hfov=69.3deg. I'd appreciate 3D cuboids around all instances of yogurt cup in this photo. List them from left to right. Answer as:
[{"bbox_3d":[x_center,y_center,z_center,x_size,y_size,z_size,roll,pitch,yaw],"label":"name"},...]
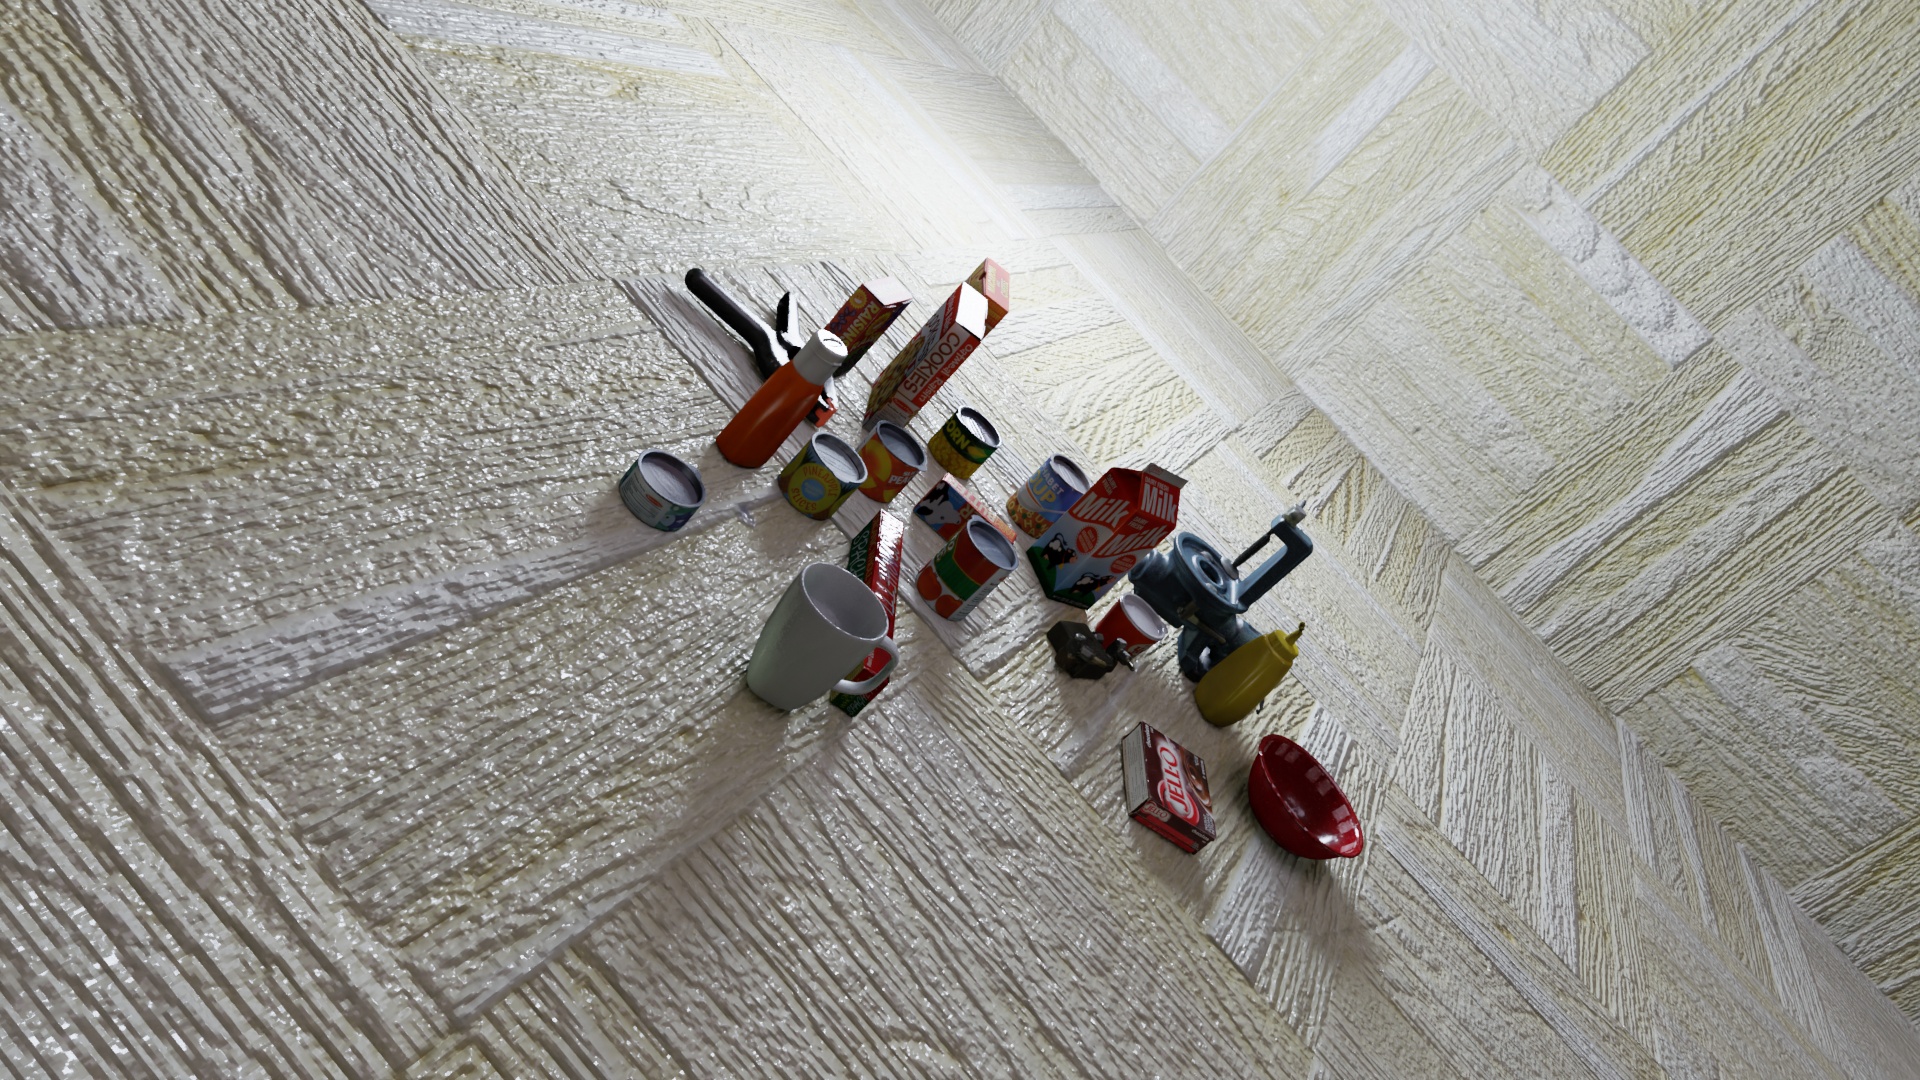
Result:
[{"bbox_3d":[0.189,0.101,1.569,0.072,0.053,0.073,34,27,-20],"label":"yogurt cup"}]

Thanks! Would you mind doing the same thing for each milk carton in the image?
[{"bbox_3d":[0.169,-0.014,1.552,0.072,0.190,0.074,20,35,-42],"label":"milk carton"}]

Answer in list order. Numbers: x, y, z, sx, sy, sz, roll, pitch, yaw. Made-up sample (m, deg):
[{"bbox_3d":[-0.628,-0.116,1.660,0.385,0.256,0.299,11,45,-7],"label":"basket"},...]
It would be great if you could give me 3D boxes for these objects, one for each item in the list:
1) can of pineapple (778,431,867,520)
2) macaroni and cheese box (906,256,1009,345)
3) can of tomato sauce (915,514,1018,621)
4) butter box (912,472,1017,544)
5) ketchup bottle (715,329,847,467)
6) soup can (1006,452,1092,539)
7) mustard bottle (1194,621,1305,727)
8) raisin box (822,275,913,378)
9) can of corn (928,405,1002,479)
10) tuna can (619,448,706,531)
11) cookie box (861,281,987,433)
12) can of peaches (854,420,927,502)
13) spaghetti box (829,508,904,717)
[{"bbox_3d":[-0.133,-0.061,1.332,0.071,0.057,0.071,34,27,-20],"label":"can of pineapple"},{"bbox_3d":[-0.009,-0.252,1.674,0.040,0.166,0.124,36,27,-18],"label":"macaroni and cheese box"},{"bbox_3d":[0.005,0.028,1.373,0.071,0.082,0.071,35,27,-21],"label":"can of tomato sauce"},{"bbox_3d":[0.005,-0.019,1.478,0.103,0.053,0.024,42,25,-6],"label":"butter box"},{"bbox_3d":[-0.162,-0.131,1.289,0.043,0.148,0.065,53,26,17],"label":"ketchup bottle"},{"bbox_3d":[0.103,-0.052,1.636,0.071,0.083,0.072,35,27,-21],"label":"soup can"},{"bbox_3d":[0.341,0.148,1.599,0.049,0.159,0.065,28,30,-32],"label":"mustard bottle"},{"bbox_3d":[-0.117,-0.234,1.539,0.040,0.123,0.086,46,25,4],"label":"raisin box"},{"bbox_3d":[0.003,-0.114,1.612,0.071,0.058,0.071,34,27,-20],"label":"can of corn"},{"bbox_3d":[-0.248,-0.043,1.164,0.071,0.032,0.071,34,27,-20],"label":"tuna can"},{"bbox_3d":[-0.038,-0.198,1.551,0.040,0.167,0.123,37,26,-17],"label":"cookie box"},{"bbox_3d":[-0.077,-0.079,1.443,0.071,0.058,0.071,34,27,-20],"label":"can of peaches"},{"bbox_3d":[-0.081,0.057,1.240,0.028,0.050,0.251,35,27,-20],"label":"spaghetti box"}]
